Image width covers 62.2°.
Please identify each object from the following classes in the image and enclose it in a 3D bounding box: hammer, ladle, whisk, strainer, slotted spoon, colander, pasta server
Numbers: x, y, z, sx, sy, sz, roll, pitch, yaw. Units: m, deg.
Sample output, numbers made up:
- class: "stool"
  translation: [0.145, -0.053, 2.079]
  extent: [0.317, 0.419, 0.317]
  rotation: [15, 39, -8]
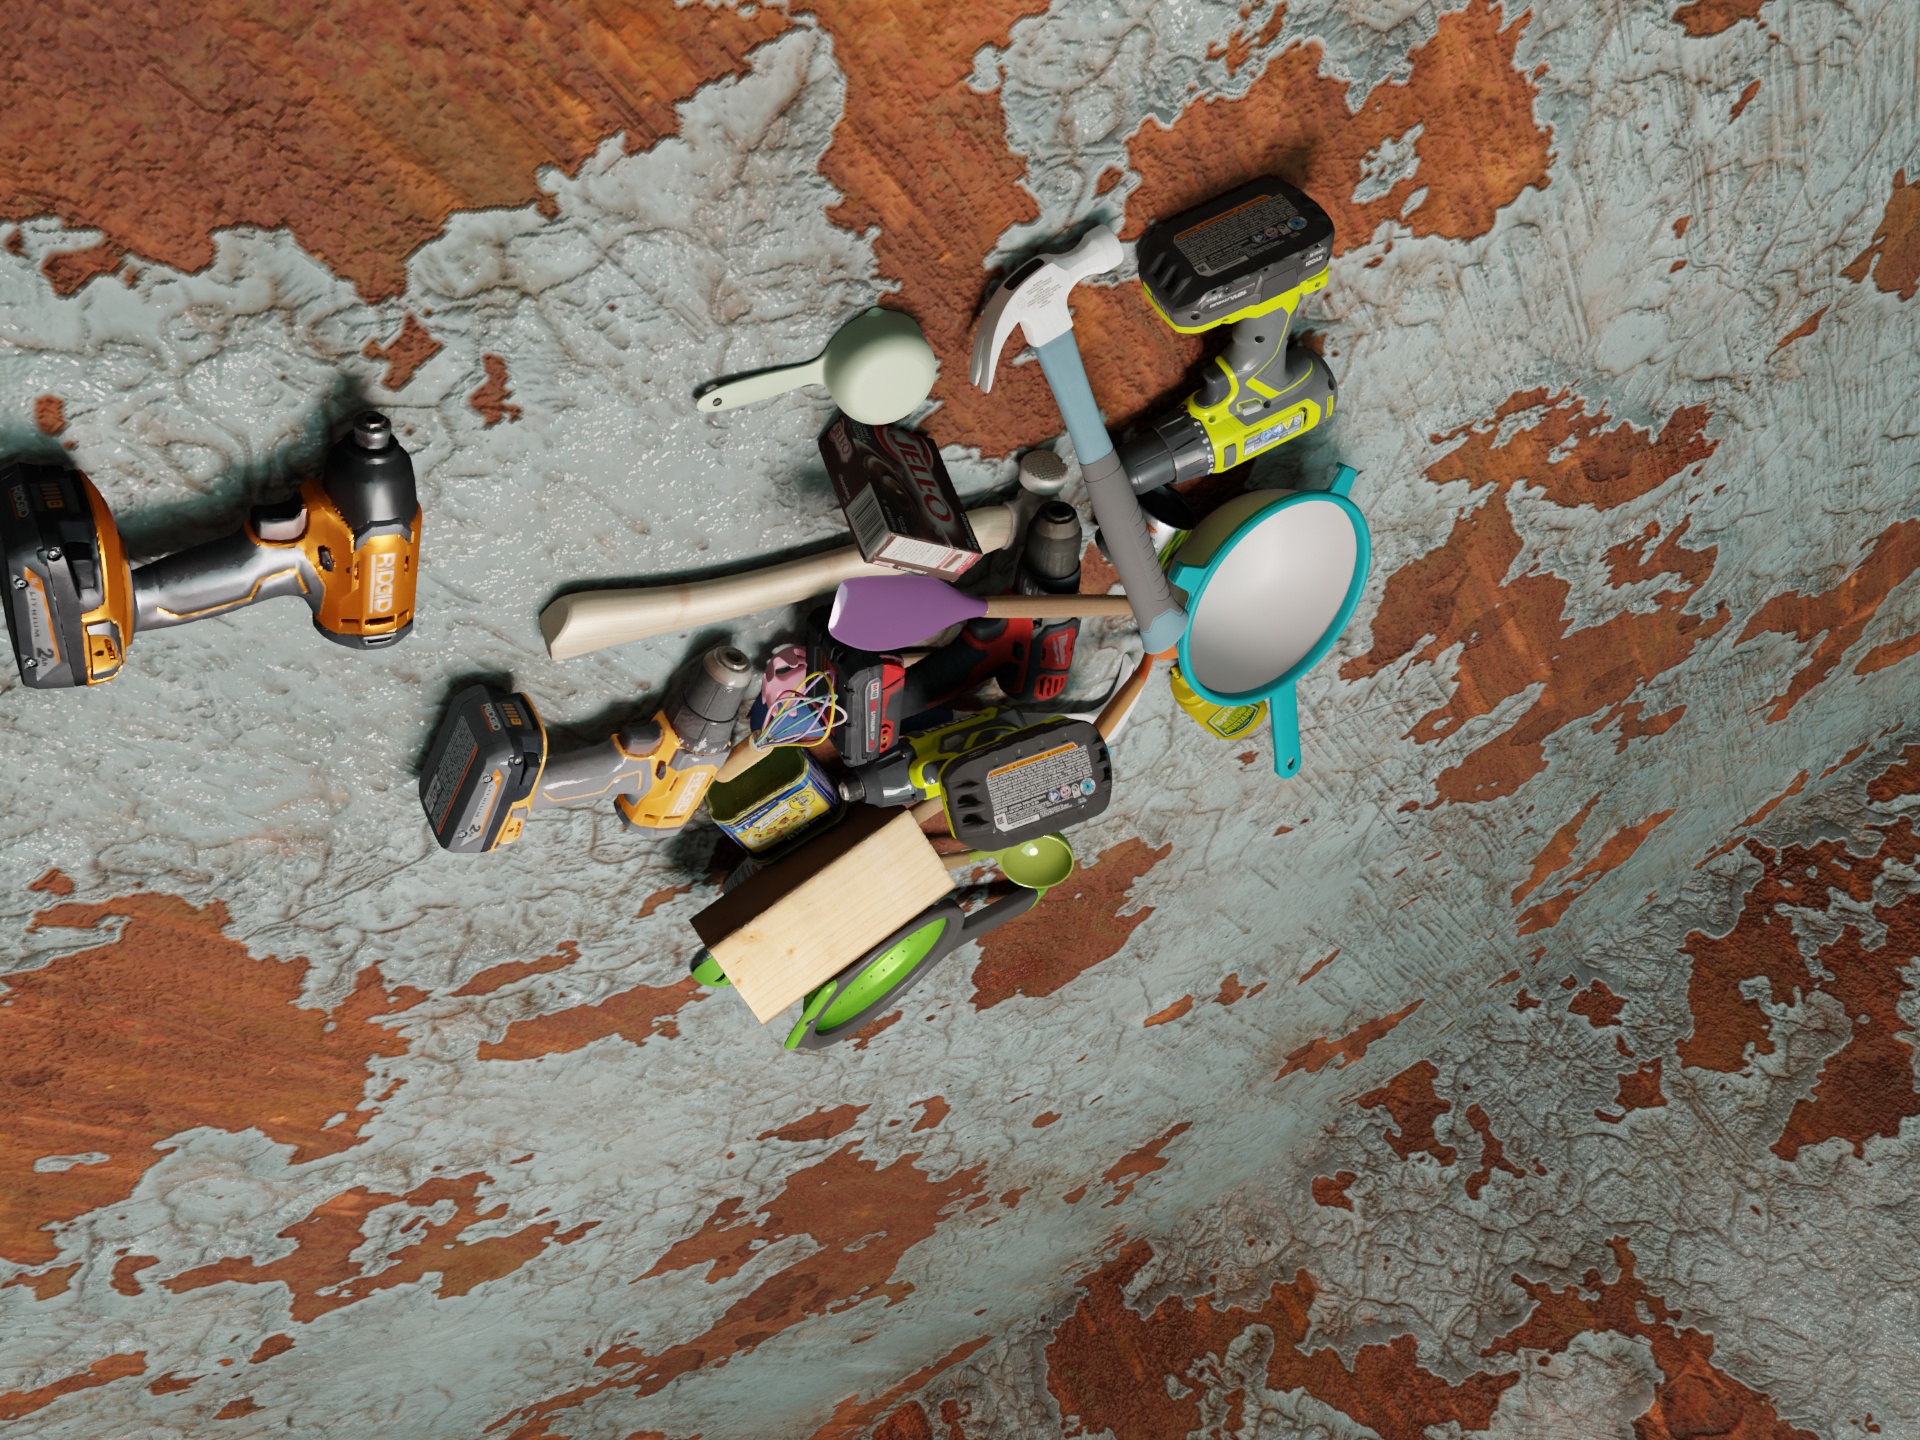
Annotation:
- class: "hammer"
  translation: [-0.002, -0.005, 1.427]
  extent: [0.405, 0.035, 0.144]
  rotation: [1, 136, -39]
- class: "ladle"
  translation: [-0.007, 0.149, 1.570]
  extent: [0.320, 0.062, 0.078]
  rotation: [-5, 143, -46]
- class: "whisk"
  translation: [-0.149, 0.015, 1.246]
  extent: [0.051, 0.047, 0.245]
  rotation: [-33, -178, -31]
- class: "hammer"
  translation: [-0.111, -0.104, 1.212]
  extent: [0.410, 0.038, 0.146]
  rotation: [-16, 146, -21]
- class: "strainer"
  translation: [0.266, -0.081, 1.449]
  extent: [0.211, 0.095, 0.340]
  rotation: [-32, 138, -14]
- class: "slotted spoon"
  translation: [-0.168, 0.160, 1.525]
  extent: [0.070, 0.031, 0.313]
  rotation: [1, 135, -47]
- class: "colander"
  translation: [-0.051, 0.206, 1.639]
  extent: [0.397, 0.094, 0.204]
  rotation: [-20, 151, -49]
- class: "hammer"
  translation: [0.105, -0.185, 1.168]
  extent: [0.128, 0.033, 0.330]
  rotation: [-31, 125, -6]
- class: "pasta server"
  translation: [-0.034, -0.044, 1.349]
  extent: [0.316, 0.040, 0.060]
  rotation: [-4, 134, -37]

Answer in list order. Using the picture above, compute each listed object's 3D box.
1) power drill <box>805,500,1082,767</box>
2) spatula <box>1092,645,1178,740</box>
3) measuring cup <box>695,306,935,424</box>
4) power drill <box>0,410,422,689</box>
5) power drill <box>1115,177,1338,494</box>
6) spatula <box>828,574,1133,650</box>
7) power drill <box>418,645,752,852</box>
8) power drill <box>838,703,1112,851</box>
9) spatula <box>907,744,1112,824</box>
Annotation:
- class: "power drill"
  translation: [-0.003, -0.071, 1.241]
  extent: [0.226, 0.080, 0.187]
  rotation: [-19, 141, -23]
- class: "spatula"
  translation: [0.156, -0.018, 1.424]
  extent: [0.323, 0.041, 0.081]
  rotation: [-50, 160, -41]
- class: "measuring cup"
  translation: [-0.093, -0.222, 1.064]
  extent: [0.167, 0.038, 0.083]
  rotation: [-19, 145, -20]
- class: "power drill"
  translation: [-0.428, -0.105, 0.926]
  extent: [0.226, 0.084, 0.164]
  rotation: [-12, 142, -33]
- class: "power drill"
  translation: [0.194, -0.272, 1.192]
  extent: [0.190, 0.080, 0.228]
  rotation: [-26, 149, -7]
- class: "spatula"
  translation: [0.036, -0.083, 1.191]
  extent: [0.315, 0.018, 0.059]
  rotation: [-5, 122, -37]
- class: "power drill"
  translation: [-0.273, 0.018, 1.209]
  extent: [0.226, 0.084, 0.185]
  rotation: [-2, 137, -43]
- class: "power drill"
  translation: [0.009, 0.043, 1.292]
  extent: [0.171, 0.223, 0.080]
  rotation: [-18, 101, -21]
- class: "spatula"
  translation: [-0.014, 0.081, 1.465]
  extent: [0.317, 0.044, 0.082]
  rotation: [-31, 151, 10]
